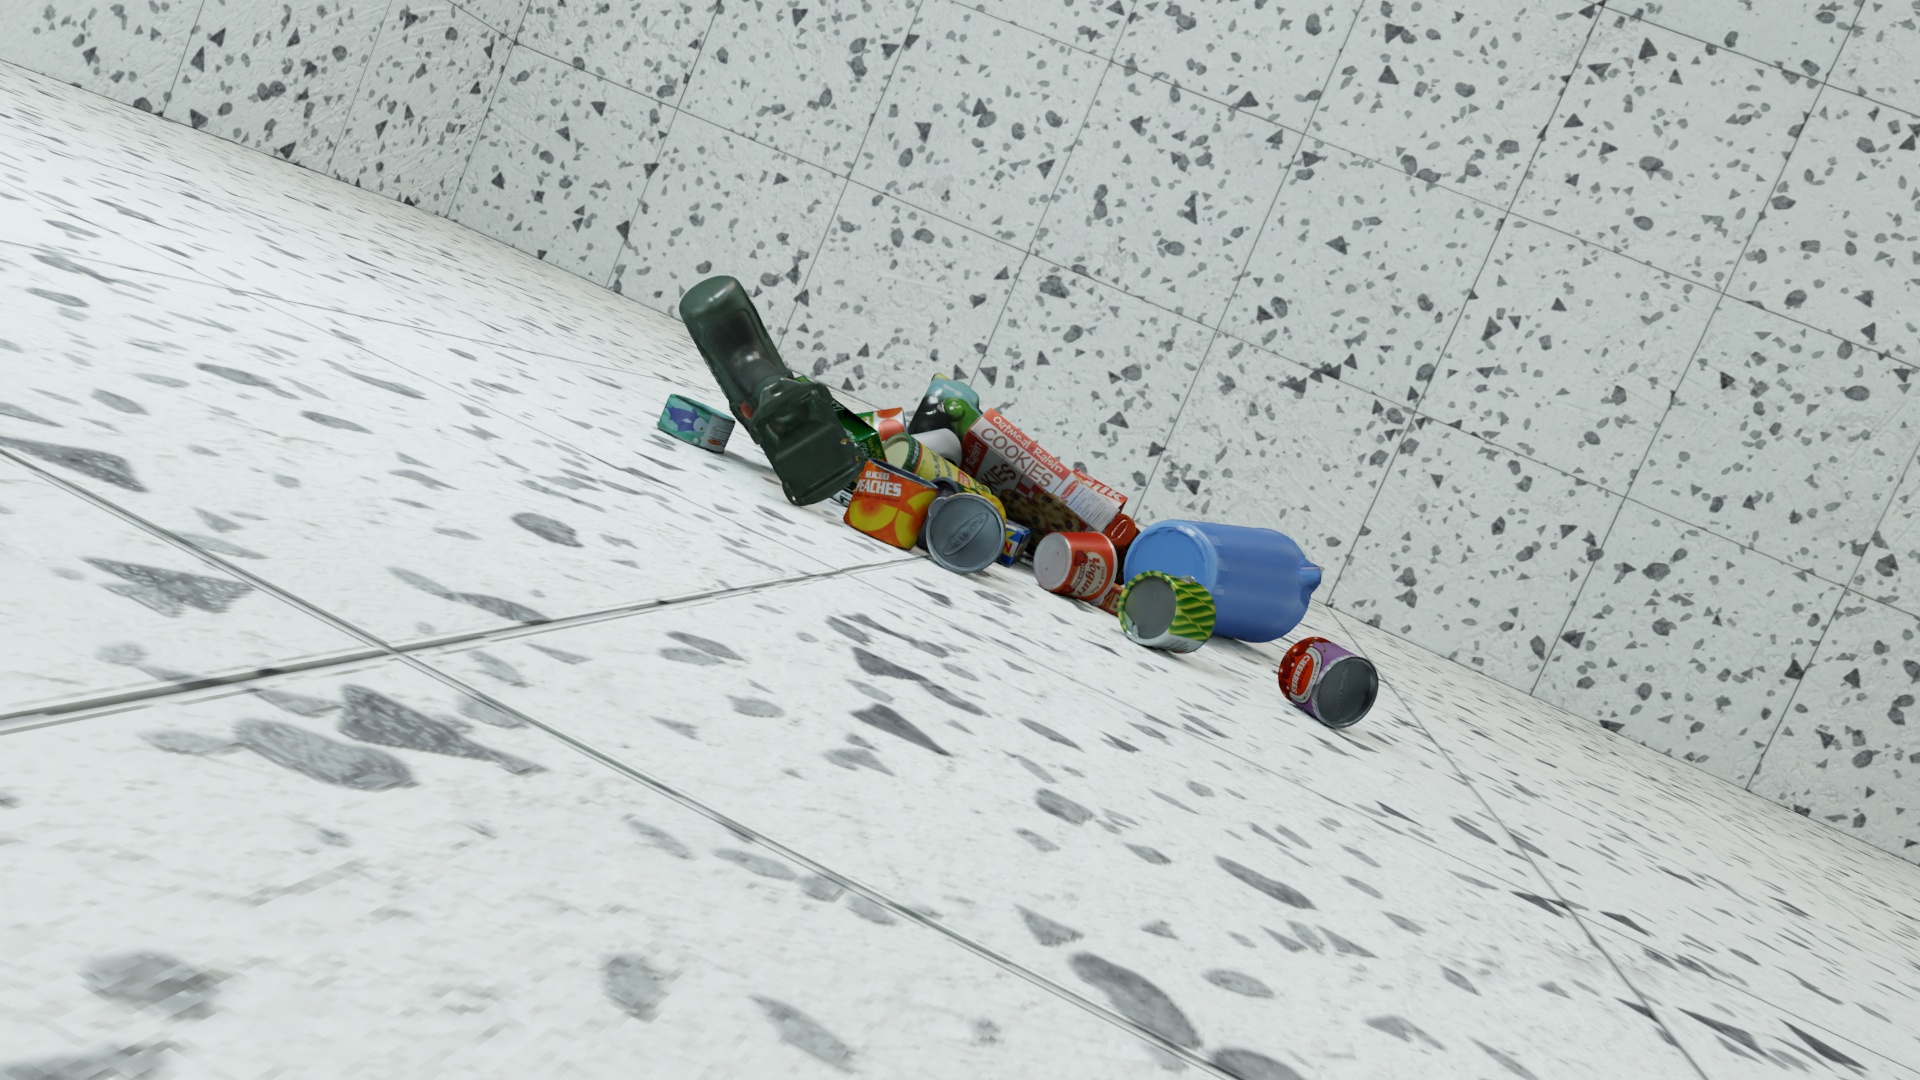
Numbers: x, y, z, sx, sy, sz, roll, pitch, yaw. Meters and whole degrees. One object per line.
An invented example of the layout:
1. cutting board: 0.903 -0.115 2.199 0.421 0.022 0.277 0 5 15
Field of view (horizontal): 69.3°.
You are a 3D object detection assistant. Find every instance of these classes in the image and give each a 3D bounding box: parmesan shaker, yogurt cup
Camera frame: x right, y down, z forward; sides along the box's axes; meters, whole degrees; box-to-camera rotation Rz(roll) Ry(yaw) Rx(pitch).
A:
1. parmesan shaker: -0.031 -0.045 1.289 0.103 0.071 0.071 33 0 -32
2. yogurt cup: 0.106 0.022 1.308 0.054 0.072 0.072 9 13 -37

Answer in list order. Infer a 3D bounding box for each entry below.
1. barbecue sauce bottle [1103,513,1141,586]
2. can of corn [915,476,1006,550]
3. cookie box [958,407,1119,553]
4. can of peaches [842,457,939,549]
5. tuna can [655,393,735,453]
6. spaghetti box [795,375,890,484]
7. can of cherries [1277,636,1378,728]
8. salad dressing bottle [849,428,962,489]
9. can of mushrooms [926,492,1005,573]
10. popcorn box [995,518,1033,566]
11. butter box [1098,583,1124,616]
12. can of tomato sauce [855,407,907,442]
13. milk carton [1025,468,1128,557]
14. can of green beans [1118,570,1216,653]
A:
1. barbecue sauce bottle: 0.173 0.007 1.514 0.044 0.065 0.148 37 -8 15
2. can of corn: 0.000 -0.017 1.225 0.058 0.071 0.071 19 7 -42
3. cookie box: 0.070 -0.046 1.419 0.167 0.040 0.122 39 -25 7
4. can of peaches: -0.060 -0.032 1.174 0.071 0.058 0.071 23 6 -3
5. tuna can: -0.244 -0.109 1.273 0.071 0.033 0.071 24 6 -2
6. spaghetti box: -0.121 -0.105 1.306 0.029 0.050 0.250 -21 25 -15
7. can of cherries: 0.320 0.123 1.218 0.071 0.071 0.058 20 6 -27
8. salad dressing bottle: -0.068 -0.076 1.364 0.148 0.044 0.064 -14 -13 -37
9. can of mushrooms: 0.003 -0.009 1.162 0.071 0.071 0.033 23 5 -1
10. popcorn box: 0.005 -0.017 1.389 0.127 0.038 0.085 24 5 7
11. butter box: 0.172 0.067 1.344 0.103 0.024 0.053 26 6 23
12. can of tomato sauce: -0.096 -0.101 1.441 0.083 0.071 0.071 -8 6 1
13. milk carton: 0.132 -0.026 1.567 0.072 0.073 0.191 31 20 10
14. can of green beans: 0.180 0.063 1.215 0.058 0.071 0.071 17 9 -46
